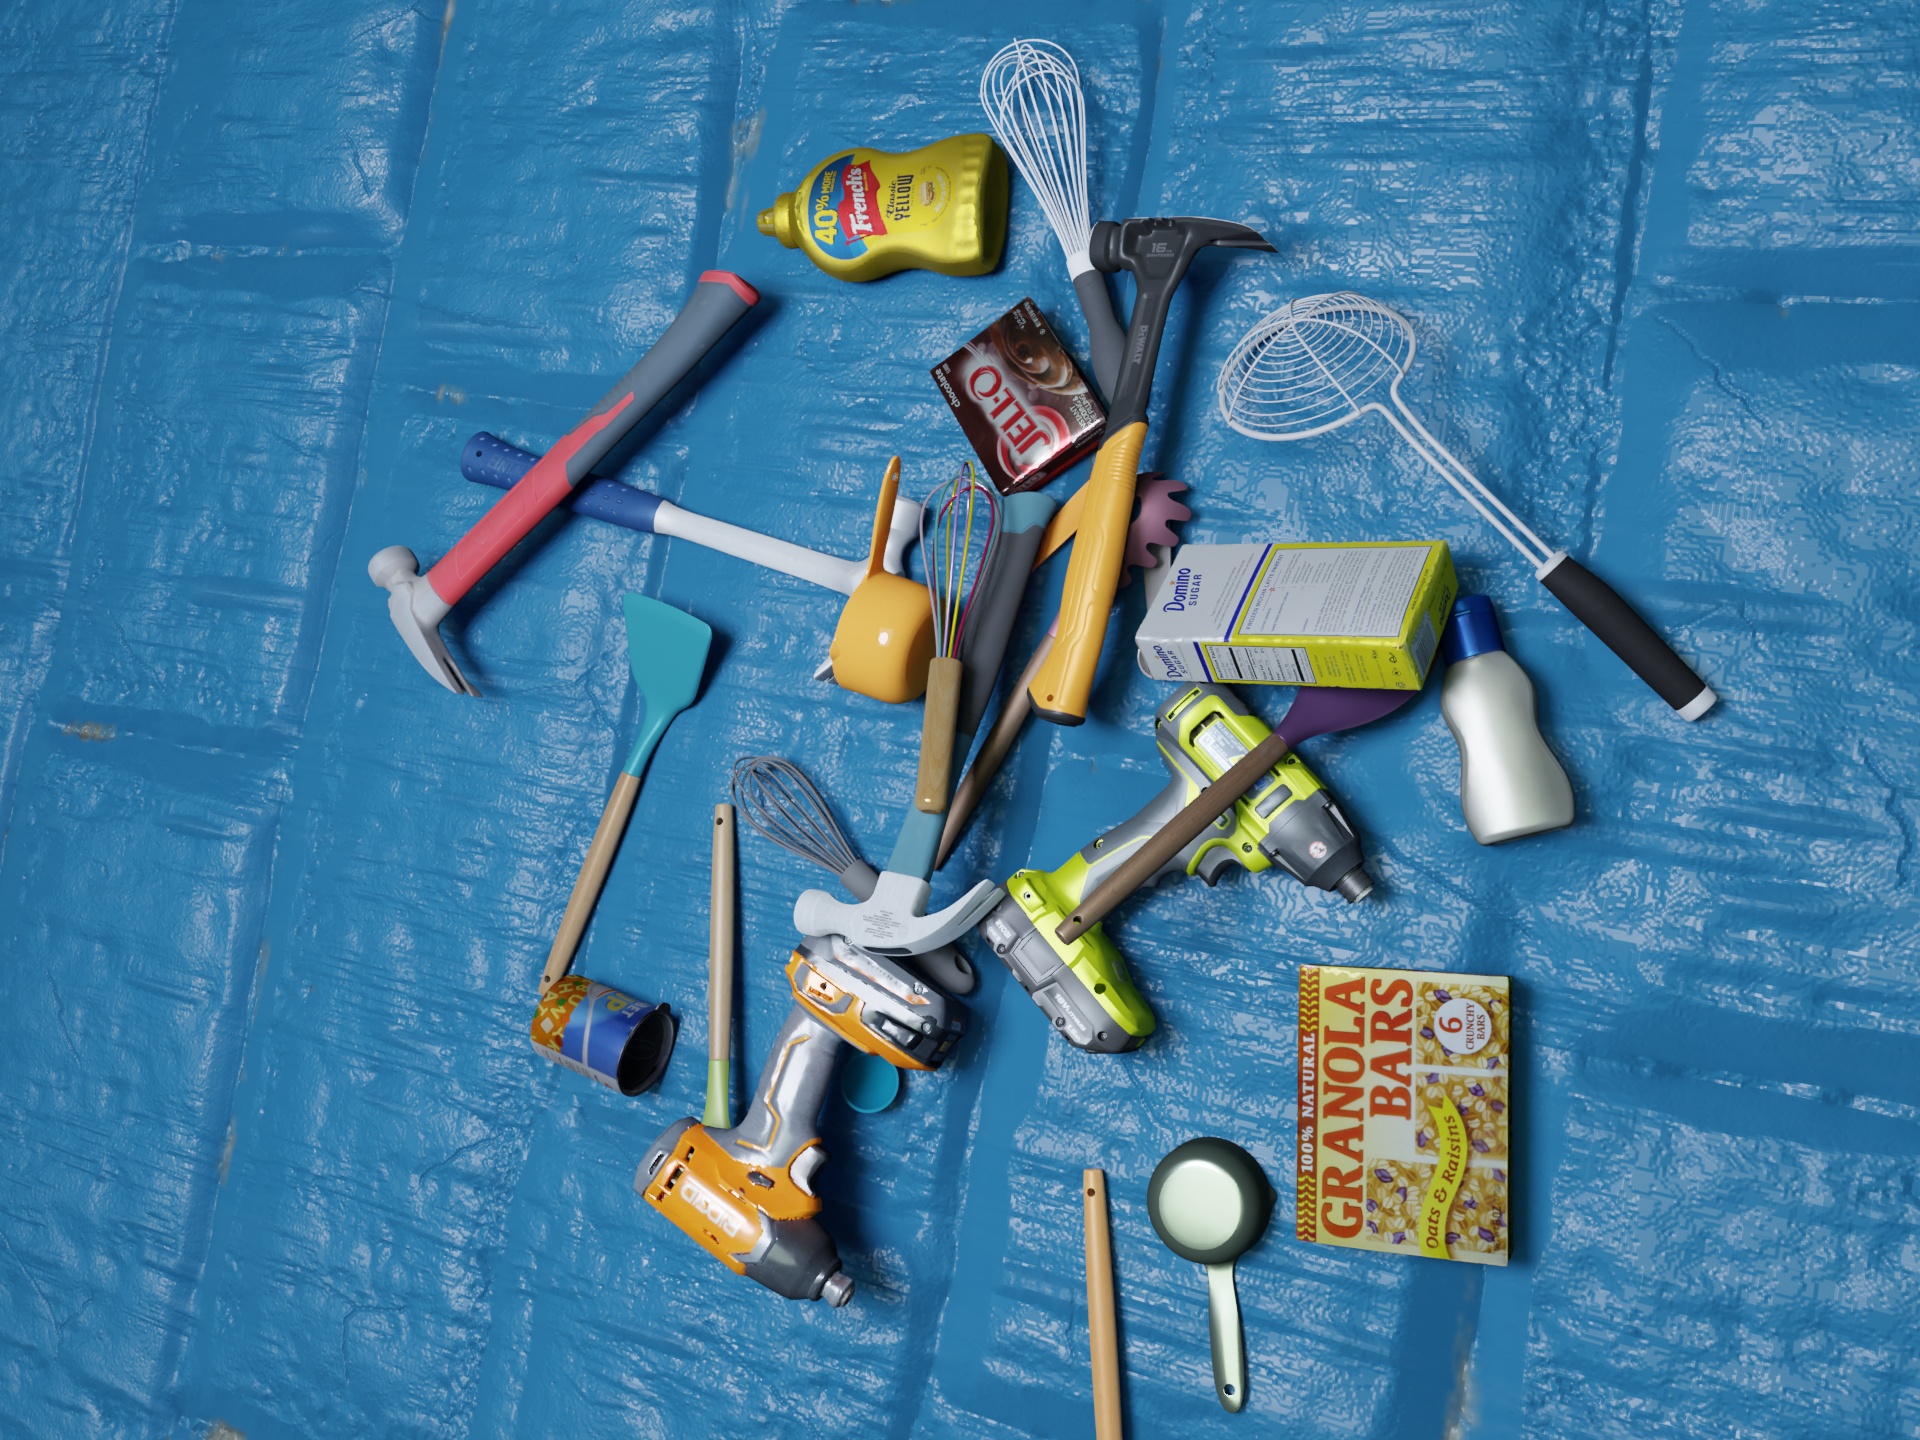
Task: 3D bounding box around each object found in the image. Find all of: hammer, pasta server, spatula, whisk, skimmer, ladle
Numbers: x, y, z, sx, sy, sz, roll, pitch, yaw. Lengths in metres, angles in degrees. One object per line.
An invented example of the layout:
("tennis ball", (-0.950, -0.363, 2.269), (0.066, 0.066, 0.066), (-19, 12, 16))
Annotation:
("hammer", (-0.002, -0.003, 1.056), (0.128, 0.033, 0.331), (10, 72, 26))
("pasta server", (0.057, -0.031, 1.087), (0.060, 0.040, 0.316), (38, 104, 37))
("hammer", (0.107, -0.160, 1.027), (0.127, 0.034, 0.337), (12, 88, 37))
("spatula", (0.178, 0.031, 0.965), (0.316, 0.018, 0.060), (-39, 71, -14))
("whisk", (0.076, -0.344, 1.106), (0.070, 0.070, 0.285), (-18, 81, 20))
("hammer", (-0.223, -0.148, 1.217), (0.406, 0.035, 0.144), (19, 91, 24))
("hammer", (-0.289, -0.187, 1.210), (0.386, 0.038, 0.143), (-41, 71, 13))
("spatula", (0.097, 0.453, 1.017), (0.081, 0.041, 0.323), (-8, 77, 22))
("skimmer", (0.313, -0.131, 0.989), (0.127, 0.090, 0.363), (-42, 80, -8))
("whisk", (-0.077, 0.107, 1.120), (0.239, 0.055, 0.055), (42, 100, 18))
("ladle", (-0.168, 0.220, 1.153), (0.078, 0.062, 0.320), (-7, 74, 22))
("whisk", (-0.007, -0.057, 1.045), (0.047, 0.051, 0.245), (-10, 66, 42))
("spatula", (-0.266, 0.063, 1.206), (0.082, 0.044, 0.317), (23, 94, 20))

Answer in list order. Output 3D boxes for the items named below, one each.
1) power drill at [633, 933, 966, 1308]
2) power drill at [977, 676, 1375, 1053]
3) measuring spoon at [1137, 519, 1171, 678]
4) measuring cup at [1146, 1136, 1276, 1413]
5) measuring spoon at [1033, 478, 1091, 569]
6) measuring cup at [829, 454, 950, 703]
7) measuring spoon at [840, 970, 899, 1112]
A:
("power drill", (-0.092, 0.264, 1.056), (0.164, 0.084, 0.226), (32, 85, 19))
("power drill", (0.136, 0.103, 1.014), (0.223, 0.080, 0.171), (-44, 69, 9))
("measuring spoon", (0.137, -0.086, 1.071), (0.034, 0.018, 0.124), (-10, 73, 35))
("measuring cup", (0.158, 0.347, 0.992), (0.083, 0.038, 0.168), (-9, 78, 22))
("measuring spoon", (0.072, -0.133, 1.105), (0.117, 0.011, 0.021), (-47, 61, 8))
("measuring cup", (-0.038, -0.092, 1.082), (0.052, 0.095, 0.173), (22, 120, 21))
("measuring spoon", (-0.068, 0.213, 1.122), (0.042, 0.021, 0.129), (-14, 69, 9))
